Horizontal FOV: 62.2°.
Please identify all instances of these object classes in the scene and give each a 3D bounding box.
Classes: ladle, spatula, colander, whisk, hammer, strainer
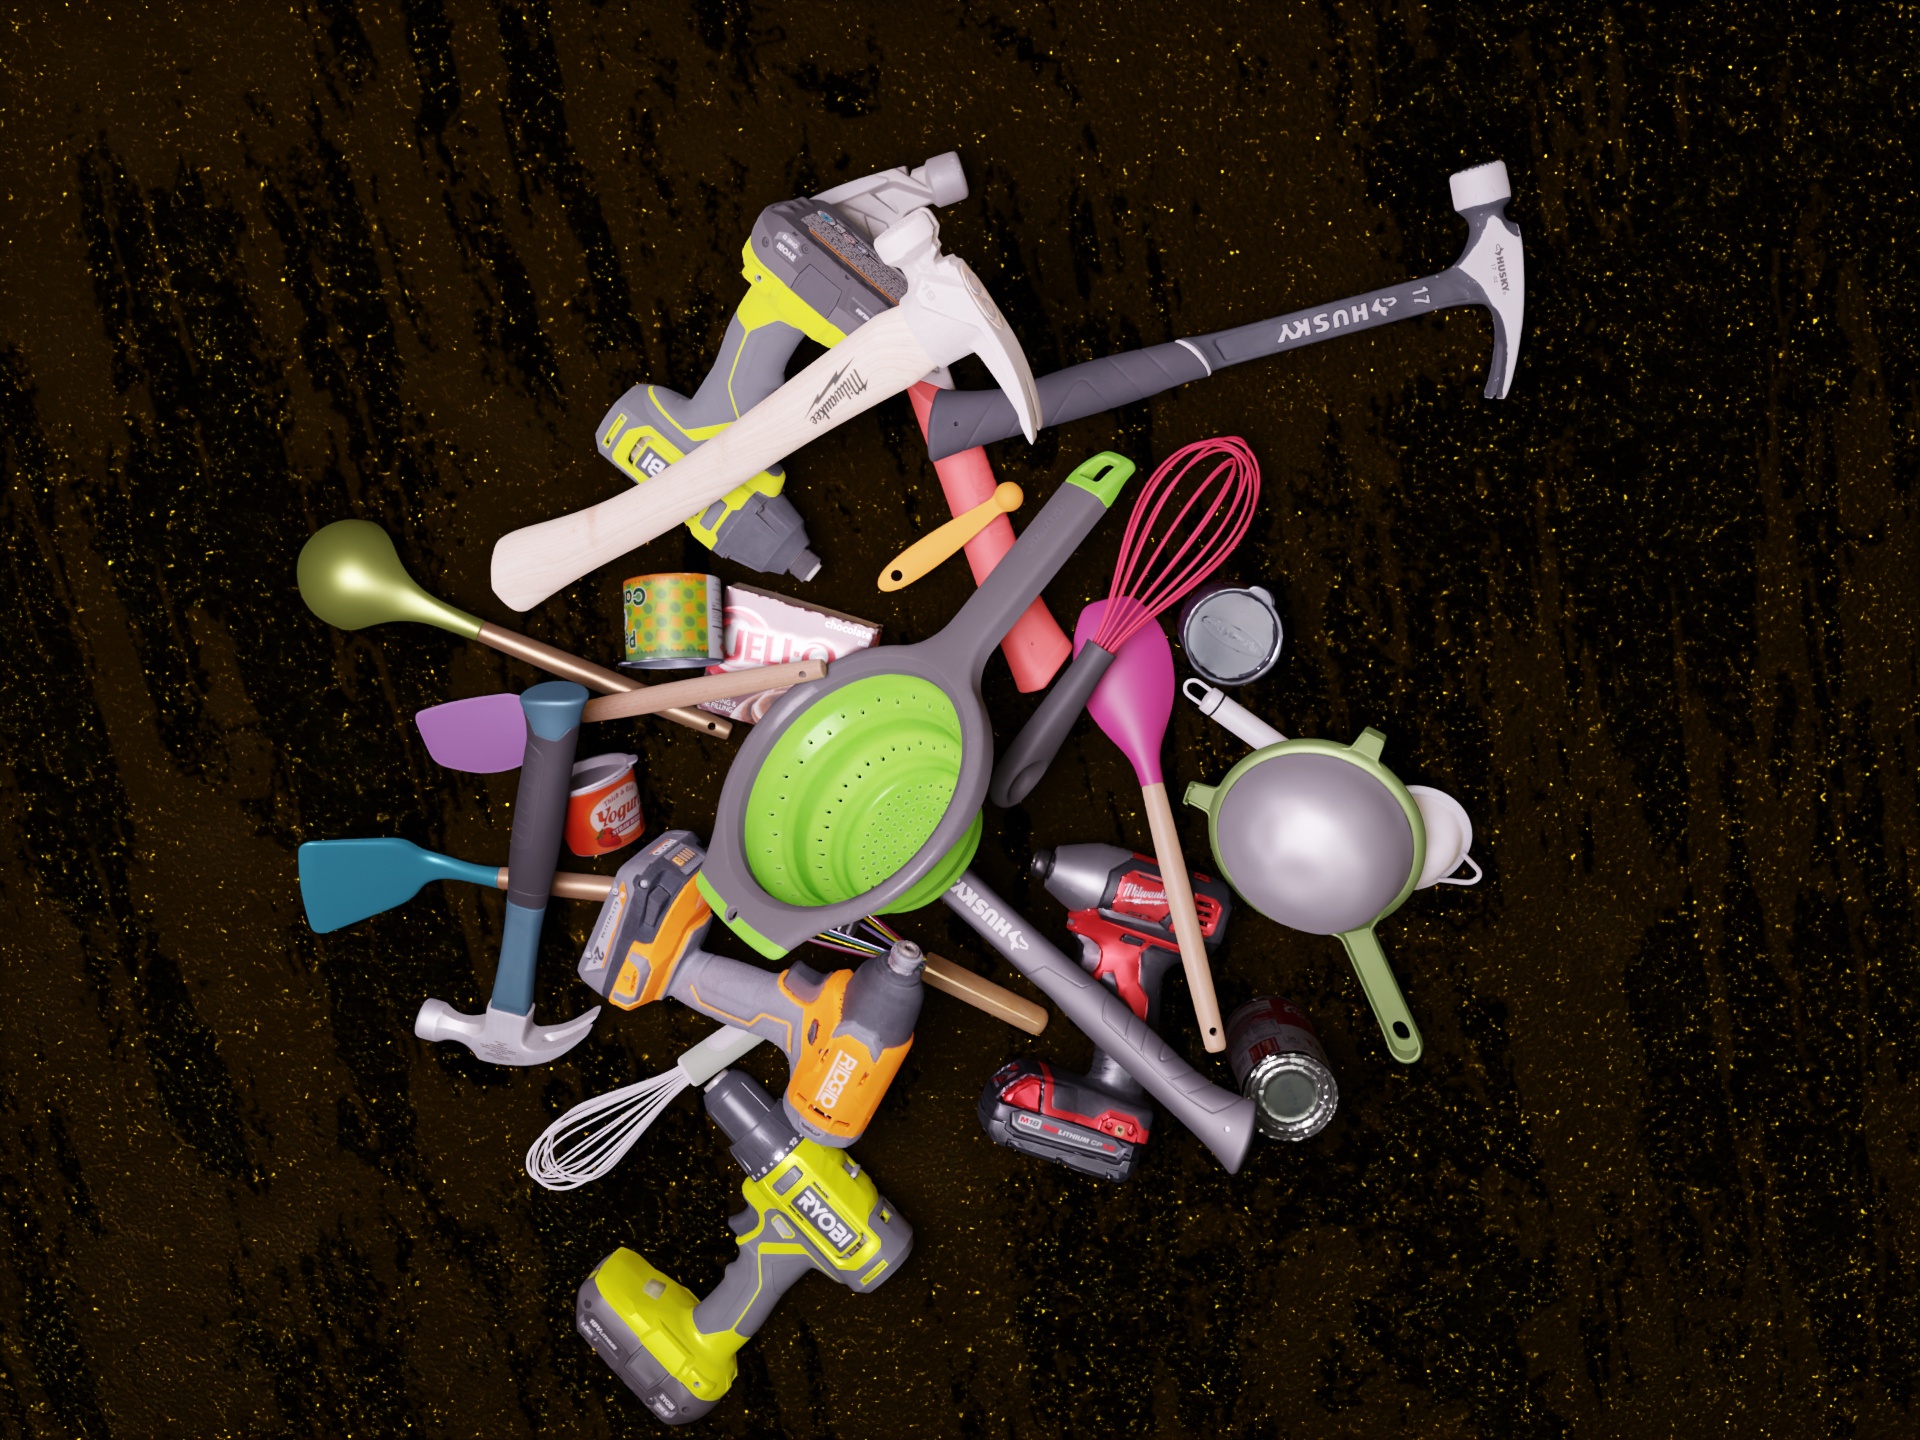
[{"bbox_3d":[-0.311,-0.055,1.125,0.320,0.062,0.078,23,97,-9],"label":"ladle"},{"bbox_3d":[-0.312,0.125,1.155,0.317,0.044,0.082,5,121,0],"label":"spatula"},{"bbox_3d":[-0.002,-0.003,1.051,0.397,0.205,0.094,-51,136,-5],"label":"colander"},{"bbox_3d":[-0.045,0.166,1.154,0.245,0.051,0.047,27,96,-7],"label":"whisk"},{"bbox_3d":[-0.239,-0.008,1.108,0.316,0.018,0.059,-10,114,17],"label":"spatula"},{"bbox_3d":[0.173,-0.238,1.044,0.409,0.036,0.149,-16,103,0],"label":"hammer"},{"bbox_3d":[0.063,0.178,1.071,0.335,0.035,0.146,41,89,19],"label":"hammer"},{"bbox_3d":[-0.014,-0.187,1.080,0.149,0.037,0.359,-19,100,6],"label":"hammer"},{"bbox_3d":[0.262,0.049,1.119,0.258,0.050,0.087,35,116,-2],"label":"strainer"},{"bbox_3d":[-0.205,0.259,1.155,0.246,0.058,0.059,-34,133,-8],"label":"whisk"},{"bbox_3d":[0.106,-0.065,1.074,0.073,0.073,0.296,33,95,-5],"label":"whisk"},{"bbox_3d":[-0.302,0.114,1.110,0.128,0.033,0.330,16,120,-1],"label":"hammer"},{"bbox_3d":[0.260,0.139,1.097,0.151,0.069,0.256,-20,103,30],"label":"strainer"},{"bbox_3d":[-0.144,-0.157,1.011,0.410,0.038,0.146,-25,111,29],"label":"hammer"}]

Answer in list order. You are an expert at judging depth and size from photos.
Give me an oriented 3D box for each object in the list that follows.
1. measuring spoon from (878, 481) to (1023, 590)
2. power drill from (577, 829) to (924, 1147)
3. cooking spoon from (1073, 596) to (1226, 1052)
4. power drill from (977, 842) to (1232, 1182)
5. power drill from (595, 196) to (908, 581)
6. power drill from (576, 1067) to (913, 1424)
[{"bbox_3d":[-0.008,-0.122,1.068,0.117,0.011,0.021,-34,98,8],"label":"measuring spoon"},{"bbox_3d":[-0.134,0.171,1.087,0.226,0.084,0.164,31,117,8],"label":"power drill"},{"bbox_3d":[0.138,0.069,1.094,0.069,0.017,0.319,-13,83,1],"label":"cooking spoon"},{"bbox_3d":[0.093,0.197,1.123,0.143,0.078,0.220,19,88,-3],"label":"power drill"},{"bbox_3d":[-0.116,-0.208,1.038,0.171,0.080,0.223,40,121,-5],"label":"power drill"},{"bbox_3d":[-0.174,0.390,1.189,0.228,0.080,0.190,-44,89,7],"label":"power drill"}]
